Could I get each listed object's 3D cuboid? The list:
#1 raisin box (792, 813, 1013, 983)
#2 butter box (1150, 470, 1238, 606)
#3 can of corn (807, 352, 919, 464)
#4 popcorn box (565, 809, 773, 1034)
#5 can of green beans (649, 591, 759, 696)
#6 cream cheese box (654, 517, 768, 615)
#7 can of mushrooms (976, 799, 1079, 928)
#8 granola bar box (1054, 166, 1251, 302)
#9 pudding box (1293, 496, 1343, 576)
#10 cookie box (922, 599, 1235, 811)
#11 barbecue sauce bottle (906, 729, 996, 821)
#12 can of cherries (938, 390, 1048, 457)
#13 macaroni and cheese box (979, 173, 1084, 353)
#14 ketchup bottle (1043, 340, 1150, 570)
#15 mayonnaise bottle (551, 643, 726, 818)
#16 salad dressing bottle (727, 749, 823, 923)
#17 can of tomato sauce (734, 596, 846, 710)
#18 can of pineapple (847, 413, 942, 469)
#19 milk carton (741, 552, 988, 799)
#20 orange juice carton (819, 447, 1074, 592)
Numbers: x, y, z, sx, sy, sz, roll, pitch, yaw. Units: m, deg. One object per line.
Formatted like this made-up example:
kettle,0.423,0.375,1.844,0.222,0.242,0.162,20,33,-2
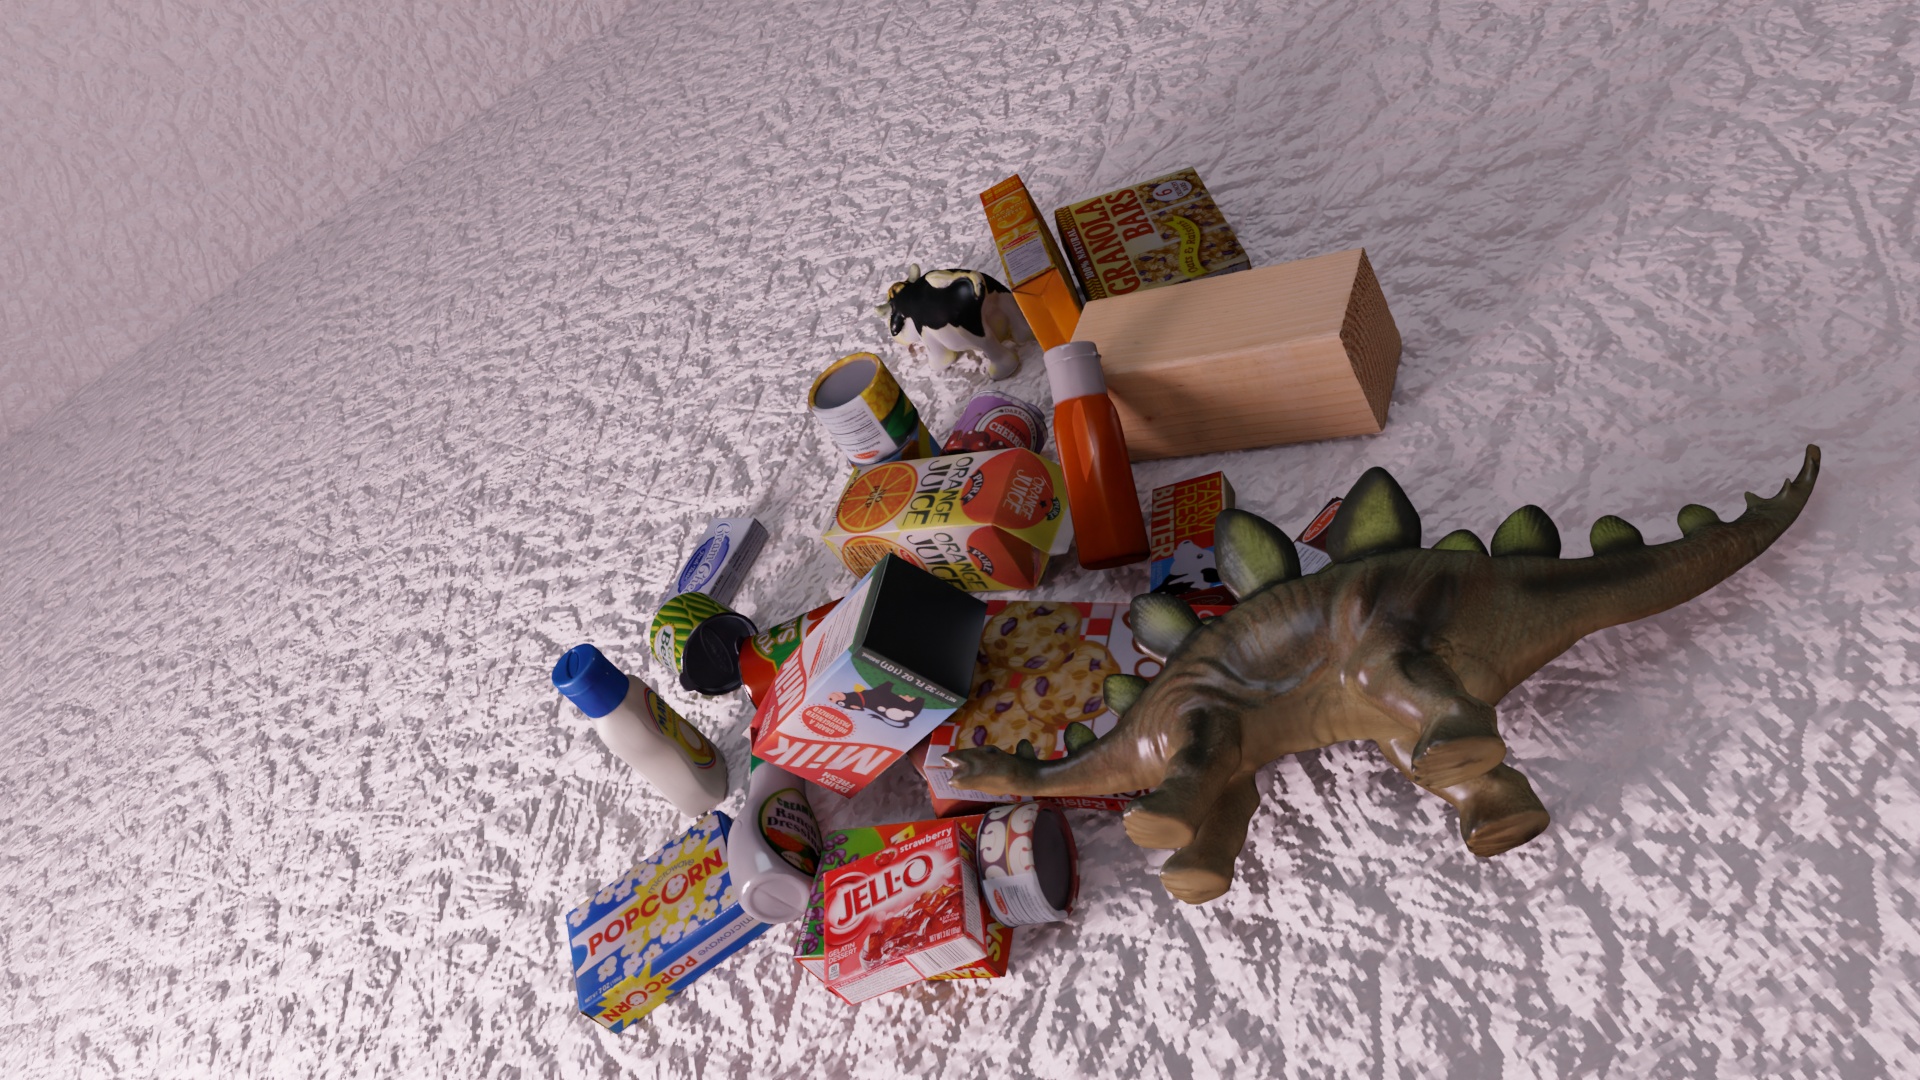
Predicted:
raisin box,-0.028,0.209,0.806,0.123,0.040,0.086,-13,43,29
butter box,0.151,0.003,0.898,0.053,0.024,0.104,-16,42,23
can of corn,-0.074,-0.103,1.062,0.071,0.058,0.071,-21,40,19
popcorn box,-0.188,0.244,0.895,0.127,0.038,0.085,-35,38,1
can of green beans,-0.194,0.077,1.054,0.071,0.071,0.058,-49,38,-16
cream cheese box,-0.205,0.027,1.152,0.053,0.024,0.104,-1,50,36
can of mushrooms,0.038,0.176,0.767,0.033,0.071,0.071,-15,42,25
granola bar box,0.153,-0.232,1.117,0.124,0.039,0.166,-17,40,4
pudding box,0.220,0.017,0.824,0.084,0.030,0.050,-46,37,-13
cookie box,0.074,0.094,0.814,0.167,0.040,0.123,1,49,18
barbecue sauce bottle,-0.011,0.120,0.884,0.065,0.043,0.149,-31,38,10
can of cherries,0.025,-0.070,1.038,0.071,0.071,0.058,3,52,40
macaroni and cheese box,0.069,-0.199,1.097,0.040,0.123,0.167,-25,38,11
ketchup bottle,0.088,-0.056,0.918,0.043,0.065,0.149,-15,81,24
mayonnaise bottle,-0.218,0.128,0.951,0.041,0.147,0.065,-32,37,6
salad dressing bottle,-0.118,0.178,0.896,0.044,0.064,0.148,-46,26,19
can of tomato sauce,-0.105,0.082,0.976,0.083,0.071,0.071,-23,39,16
can of pineapple,-0.047,-0.061,1.094,0.071,0.057,0.071,-21,40,19
milk carton,-0.066,0.095,0.849,0.189,0.072,0.074,-44,23,44
orange juice carton,0.004,-0.012,0.990,0.192,0.072,0.072,-4,47,35
